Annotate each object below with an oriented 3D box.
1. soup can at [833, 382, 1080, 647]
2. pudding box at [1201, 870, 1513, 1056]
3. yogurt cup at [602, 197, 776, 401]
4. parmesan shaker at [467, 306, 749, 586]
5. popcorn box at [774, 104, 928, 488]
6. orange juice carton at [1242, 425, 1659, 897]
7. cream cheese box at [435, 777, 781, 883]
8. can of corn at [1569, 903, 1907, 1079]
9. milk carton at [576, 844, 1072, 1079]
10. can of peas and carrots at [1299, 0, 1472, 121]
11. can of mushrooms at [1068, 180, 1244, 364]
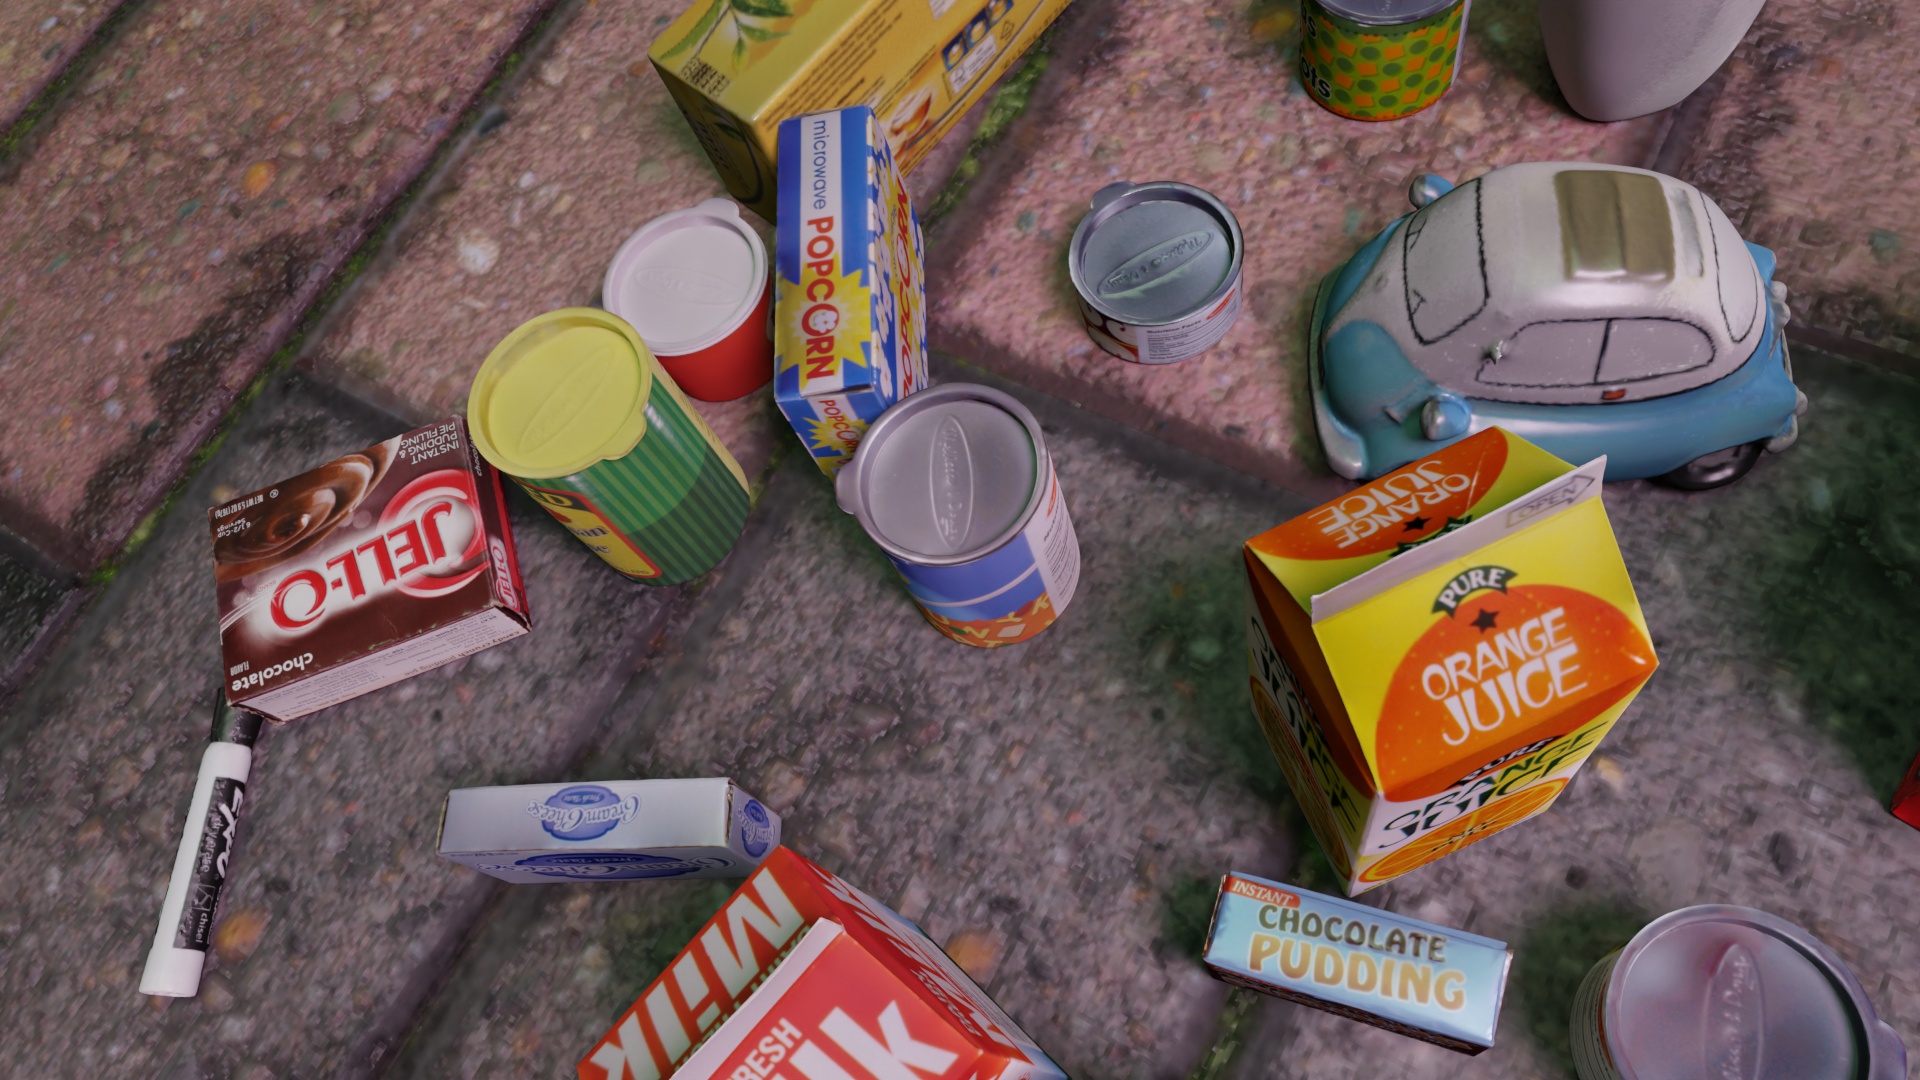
[{"bbox_3d":[0.002,-0.006,0.485,0.071,0.083,0.071,-5,65,11],"label":"soup can"},{"bbox_3d":[0.118,0.127,0.418,0.084,0.049,0.030,12,70,17],"label":"pudding box"},{"bbox_3d":[-0.103,-0.092,0.564,0.072,0.053,0.072,-5,65,10],"label":"yogurt cup"},{"bbox_3d":[-0.123,-0.029,0.512,0.071,0.102,0.071,-5,65,11],"label":"parmesan shaker"},{"bbox_3d":[-0.039,-0.089,0.531,0.038,0.085,0.127,-7,65,10],"label":"popcorn box"},{"bbox_3d":[0.125,0.035,0.378,0.072,0.192,0.073,-25,63,1],"label":"orange juice carton"},{"bbox_3d":[-0.119,0.101,0.480,0.104,0.053,0.024,-4,66,11],"label":"cream cheese box"},{"bbox_3d":[0.212,0.140,0.386,0.071,0.058,0.071,-5,65,10],"label":"can of corn"},{"bbox_3d":[-0.032,0.140,0.366,0.073,0.190,0.072,39,79,25],"label":"milk carton"},{"bbox_3d":[0.167,-0.211,0.556,0.071,0.058,0.071,-5,65,10],"label":"can of peas and carrots"},{"bbox_3d":[0.076,-0.106,0.542,0.071,0.033,0.071,-5,65,10],"label":"can of mushrooms"}]
